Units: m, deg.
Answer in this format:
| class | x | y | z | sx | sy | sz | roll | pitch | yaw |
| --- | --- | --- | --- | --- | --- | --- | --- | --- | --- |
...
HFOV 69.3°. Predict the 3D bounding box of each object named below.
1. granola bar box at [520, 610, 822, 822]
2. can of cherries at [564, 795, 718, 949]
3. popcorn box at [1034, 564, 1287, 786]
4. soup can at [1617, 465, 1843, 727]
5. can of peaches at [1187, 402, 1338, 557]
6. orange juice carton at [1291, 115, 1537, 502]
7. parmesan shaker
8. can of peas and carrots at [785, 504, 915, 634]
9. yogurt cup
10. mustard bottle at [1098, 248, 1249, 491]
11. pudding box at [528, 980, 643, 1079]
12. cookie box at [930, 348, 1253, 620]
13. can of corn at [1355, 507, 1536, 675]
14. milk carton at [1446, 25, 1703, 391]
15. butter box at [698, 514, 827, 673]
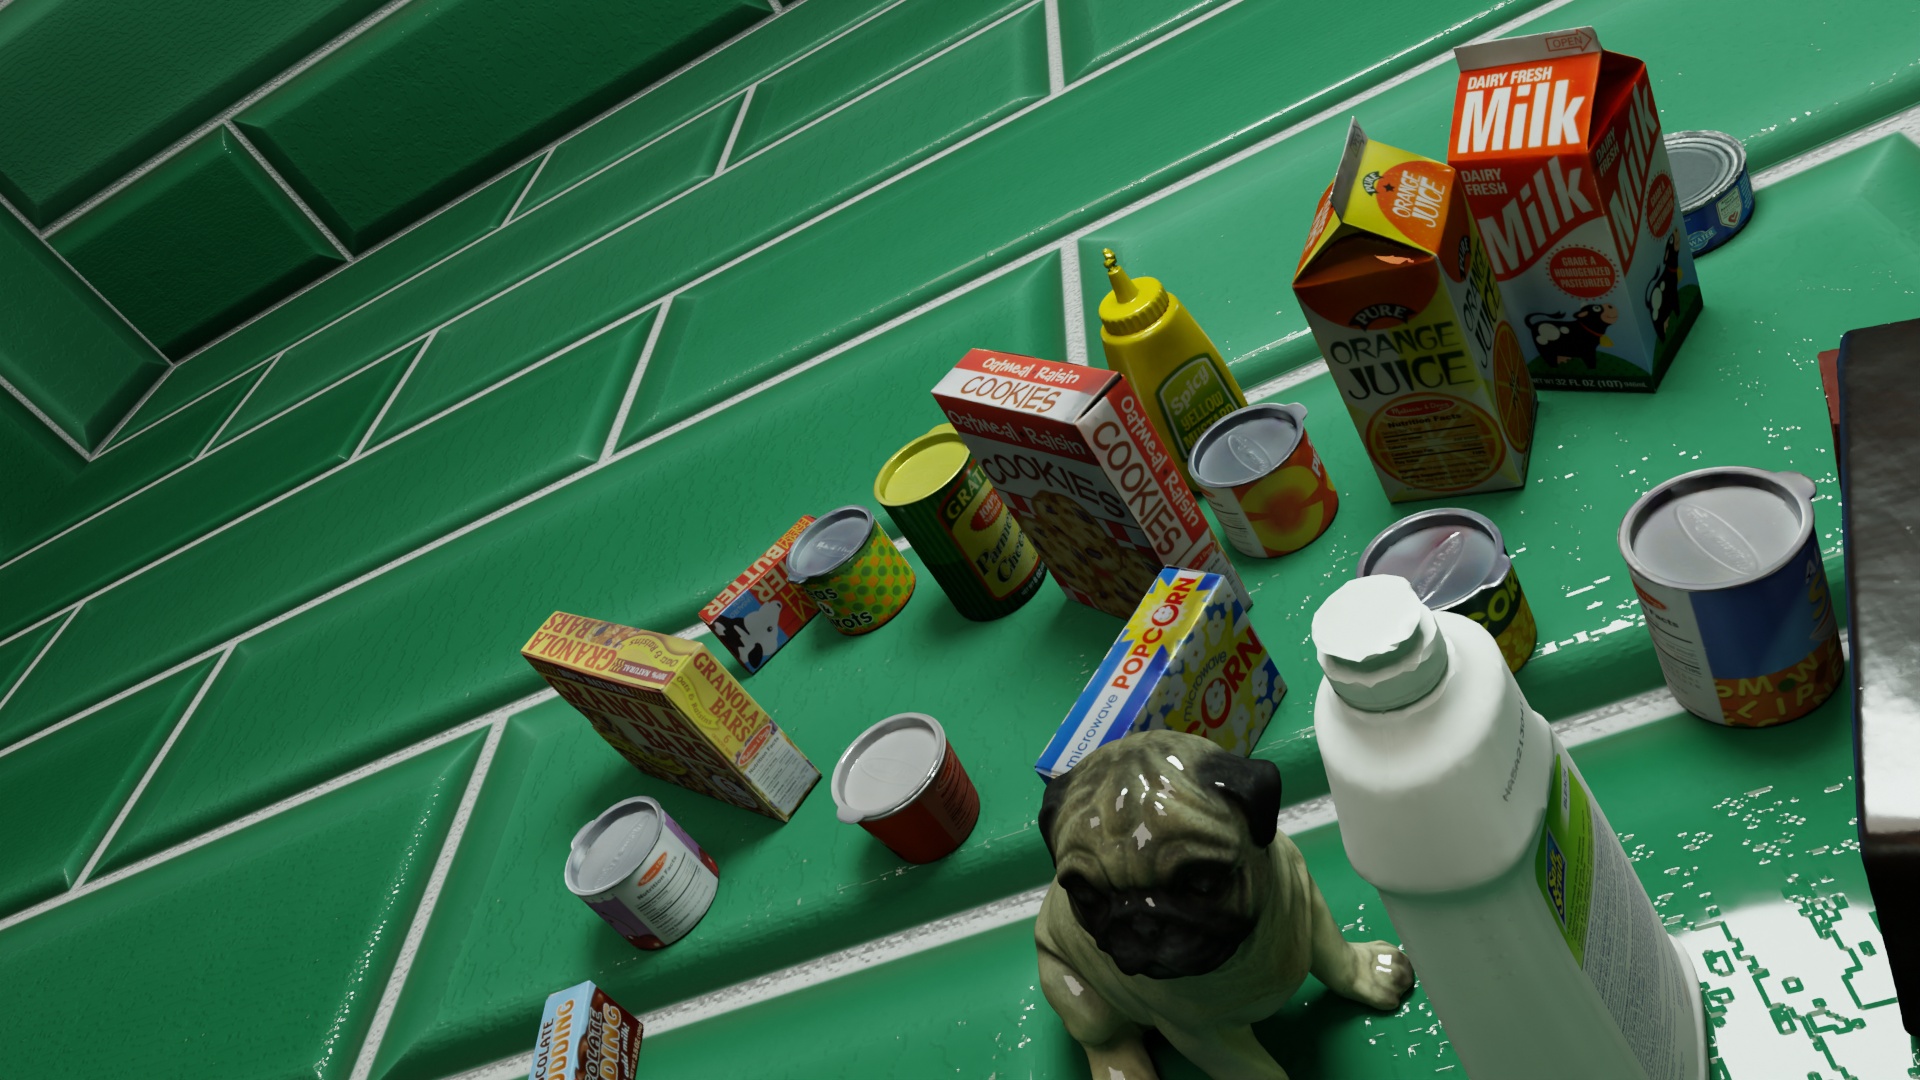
| class | x | y | z | sx | sy | sz | roll | pitch | yaw |
| --- | --- | --- | --- | --- | --- | --- | --- | --- | --- |
| granola bar box | -0.178 | 0.105 | 0.840 | 0.165 | 0.124 | 0.039 | 5 | 50 | 46 |
| can of cherries | -0.182 | 0.189 | 0.795 | 0.071 | 0.058 | 0.072 | -24 | 34 | 17 |
| popcorn box | 0.097 | 0.087 | 0.651 | 0.038 | 0.085 | 0.127 | 6 | 50 | 46 |
| soup can | 0.307 | 0.022 | 0.547 | 0.071 | 0.083 | 0.072 | -24 | 34 | 17 |
| can of peaches | 0.170 | -0.034 | 0.767 | 0.071 | 0.058 | 0.071 | -24 | 34 | 17 |
| orange juice carton | 0.224 | -0.113 | 0.696 | 0.073 | 0.192 | 0.072 | -8 | 41 | 36 |
| parmesan shaker | 0.003 | -0.011 | 0.846 | 0.071 | 0.102 | 0.072 | -24 | 34 | 17 |
| can of peas and carrots | -0.073 | 0.021 | 0.914 | 0.071 | 0.058 | 0.071 | -24 | 34 | 17 |
| yogurt cup | -0.026 | 0.133 | 0.731 | 0.072 | 0.053 | 0.073 | -24 | 34 | 17 |
| mustard bottle | 0.117 | -0.102 | 0.808 | 0.065 | 0.159 | 0.049 | -39 | 32 | -6 |
| pudding box | -0.192 | 0.273 | 0.702 | 0.030 | 0.049 | 0.084 | -25 | 33 | 15 |
| cookie box | 0.070 | -0.024 | 0.742 | 0.040 | 0.167 | 0.123 | -47 | 34 | -18 |
| can of corn | 0.225 | 0.029 | 0.635 | 0.071 | 0.058 | 0.071 | -24 | 34 | 17 |
| milk carton | 0.306 | -0.169 | 0.696 | 0.072 | 0.190 | 0.074 | 9 | 53 | 48 |
| butter box | -0.123 | 0.036 | 0.946 | 0.104 | 0.053 | 0.024 | -44 | 33 | -15 |
